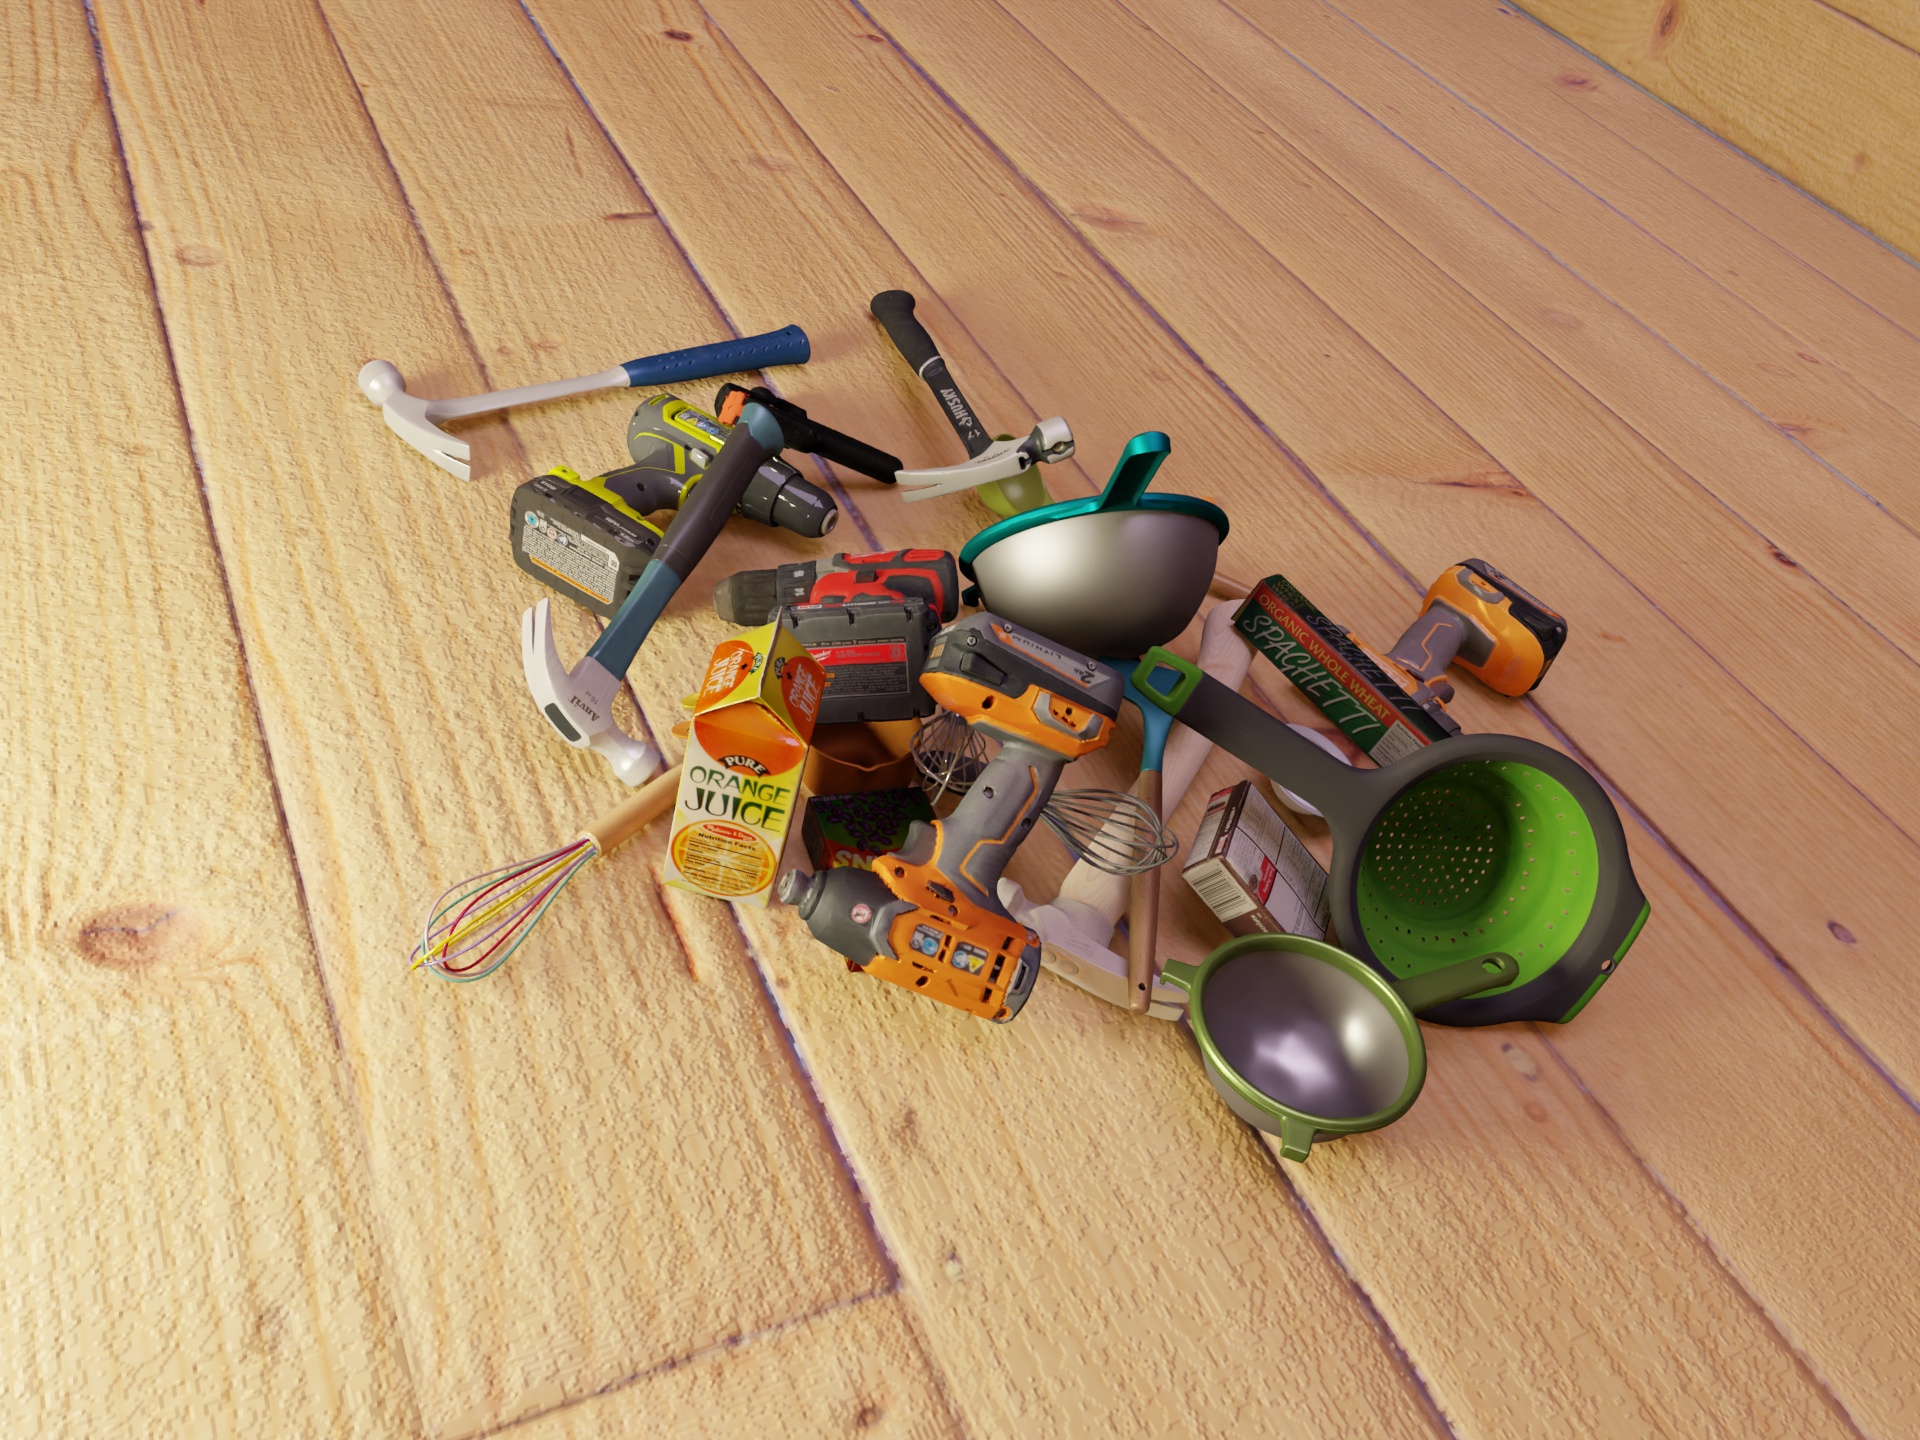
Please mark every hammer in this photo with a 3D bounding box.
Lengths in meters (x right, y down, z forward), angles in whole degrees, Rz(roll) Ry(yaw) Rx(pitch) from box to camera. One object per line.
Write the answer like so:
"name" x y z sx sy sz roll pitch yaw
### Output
"hammer" -0.026 -0.315 1.469 0.149 0.036 0.409 -21 37 -3
"hammer" -0.306 -0.299 1.407 0.405 0.035 0.144 -21 53 -35
"hammer" 0.162 0.041 1.168 0.146 0.038 0.411 27 46 9
"hammer" -0.206 -0.114 1.146 0.128 0.033 0.331 44 48 -24

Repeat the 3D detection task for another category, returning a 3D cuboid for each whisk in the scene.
"whisk" 0.049 0.056 1.072 0.055 0.055 0.239 -23 28 -37
"whisk" -0.002 -0.004 1.135 0.058 0.059 0.246 23 20 -4
"whisk" -0.246 0.089 0.997 0.051 0.047 0.245 31 40 17

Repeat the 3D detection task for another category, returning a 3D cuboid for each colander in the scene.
"colander" 0.279 0.059 1.096 0.397 0.204 0.094 32 8 -10

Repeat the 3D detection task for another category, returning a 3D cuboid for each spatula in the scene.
"spatula" 0.129 0.065 1.096 0.082 0.044 0.318 13 51 -5

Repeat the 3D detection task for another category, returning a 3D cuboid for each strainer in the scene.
"strainer" 0.113 -0.109 1.162 0.211 0.340 0.095 -6 79 -6
"strainer" 0.254 0.201 1.021 0.256 0.069 0.152 -10 45 -28
"strainer" 0.327 0.061 1.223 0.258 0.050 0.087 15 48 -11

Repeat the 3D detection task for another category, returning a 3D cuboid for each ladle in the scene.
"ladle" 0.158 -0.163 1.400 0.320 0.062 0.078 25 43 5

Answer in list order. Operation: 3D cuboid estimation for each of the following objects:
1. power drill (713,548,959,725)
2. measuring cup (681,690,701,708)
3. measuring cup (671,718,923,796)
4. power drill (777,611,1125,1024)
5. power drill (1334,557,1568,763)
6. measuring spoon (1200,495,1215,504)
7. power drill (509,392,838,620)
"power drill" -0.094 -0.071 1.146 0.188 0.080 0.227 -3 20 0
"measuring cup" -0.126 -0.016 1.172 0.156 0.029 0.062 -9 38 -10
"measuring cup" -0.114 0.022 1.109 0.173 0.052 0.095 -1 40 -11
"power drill" -0.005 0.053 0.973 0.164 0.084 0.226 23 80 -15
"power drill" 0.413 -0.034 1.328 0.226 0.084 0.185 -27 57 -33
"measuring spoon" 0.221 -0.180 1.472 0.021 0.011 0.117 22 41 5
"power drill" -0.224 -0.169 1.263 0.190 0.080 0.228 29 40 14
